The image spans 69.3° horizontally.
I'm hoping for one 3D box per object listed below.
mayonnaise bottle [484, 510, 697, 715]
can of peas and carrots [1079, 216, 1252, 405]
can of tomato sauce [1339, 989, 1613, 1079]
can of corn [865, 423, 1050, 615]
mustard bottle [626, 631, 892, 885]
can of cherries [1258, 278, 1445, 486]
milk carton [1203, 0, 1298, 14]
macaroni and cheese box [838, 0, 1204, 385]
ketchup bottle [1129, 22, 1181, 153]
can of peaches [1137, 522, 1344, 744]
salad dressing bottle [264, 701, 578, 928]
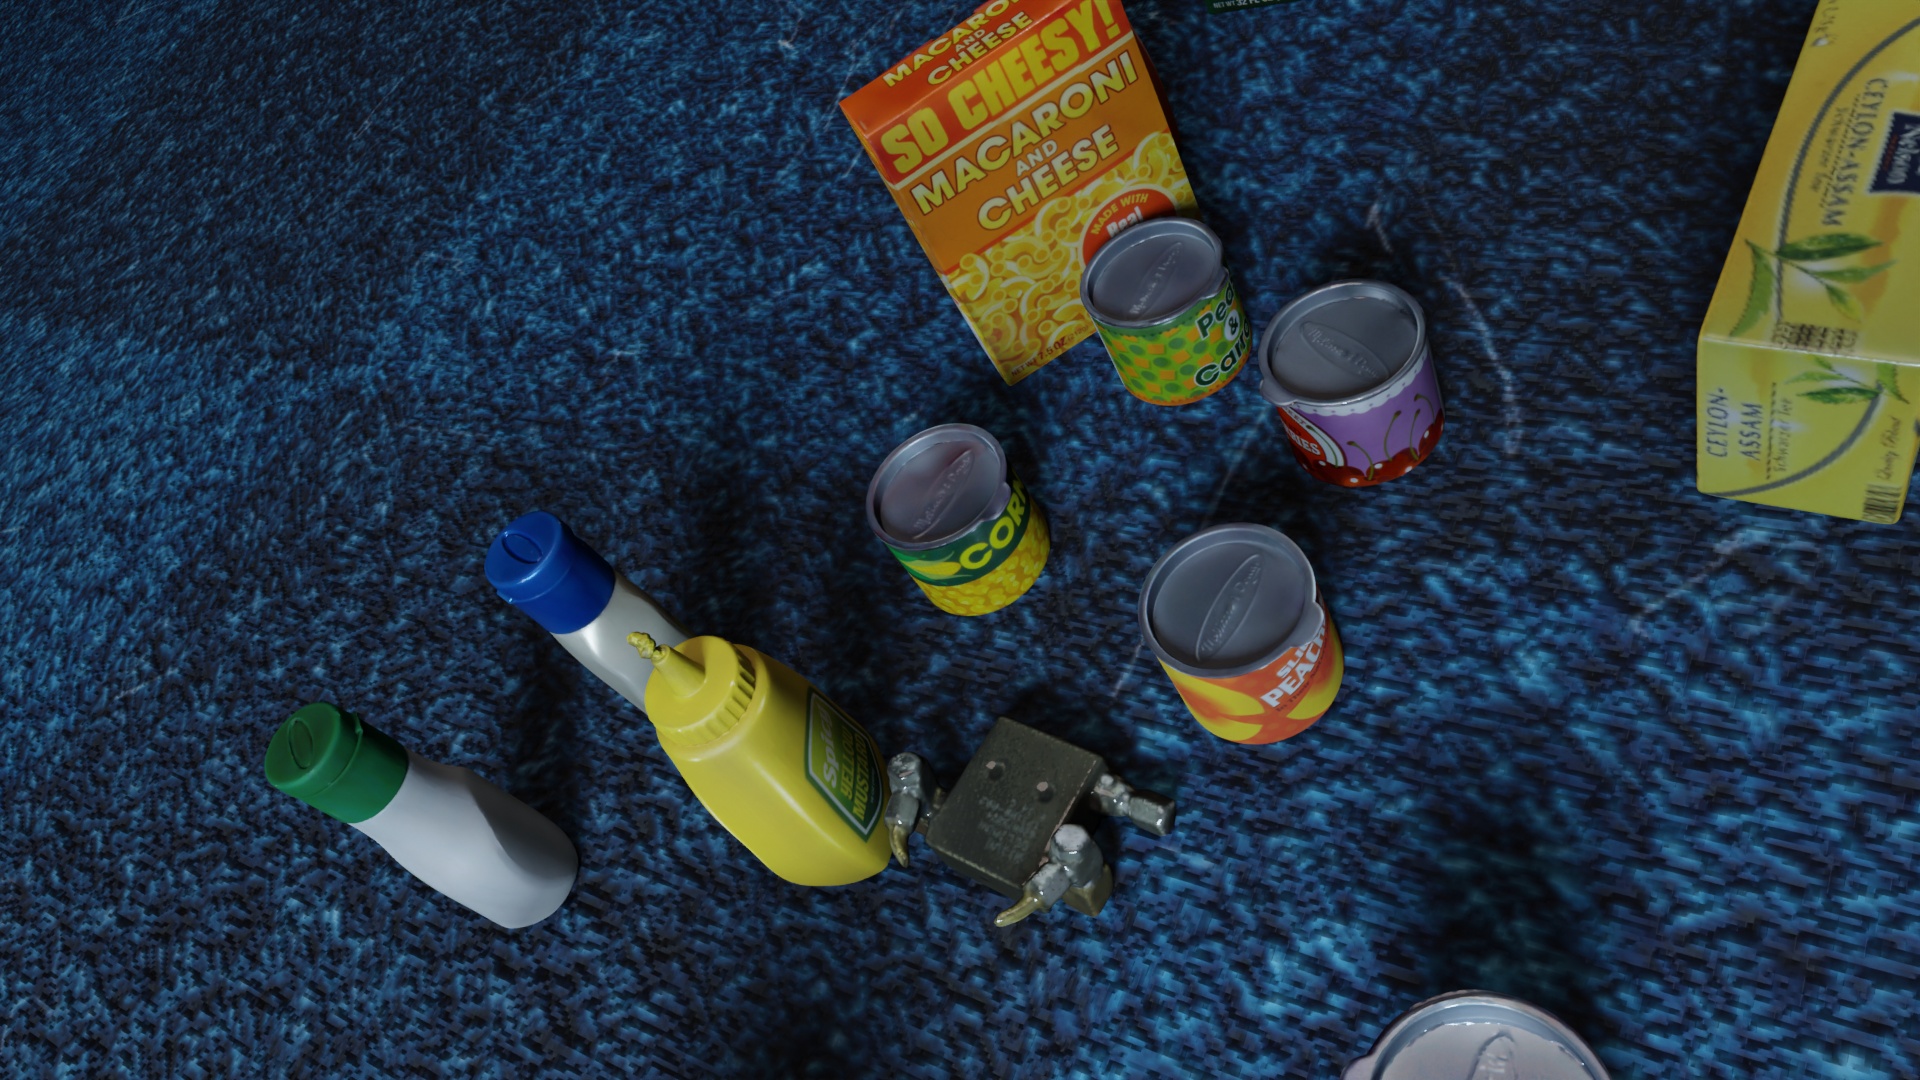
[{"bbox_3d":[-0.140,0.042,0.592,0.065,0.147,0.041,26,72,39],"label":"mayonnaise bottle"},{"bbox_3d":[0.097,-0.104,0.636,0.071,0.058,0.071,-14,51,18],"label":"can of peas and carrots"},{"bbox_3d":[0.149,0.172,0.389,0.071,0.082,0.071,-14,51,18],"label":"can of tomato sauce"},{"bbox_3d":[0.002,-0.008,0.615,0.071,0.058,0.071,-14,51,18],"label":"can of corn"},{"bbox_3d":[-0.076,0.077,0.524,0.049,0.159,0.065,-17,51,16],"label":"mustard bottle"},{"bbox_3d":[0.160,-0.063,0.573,0.071,0.058,0.072,-14,51,18],"label":"can of cherries"},{"bbox_3d":[0.145,-0.380,0.727,0.072,0.190,0.074,3,59,30],"label":"milk carton"},{"bbox_3d":[0.036,-0.165,0.641,0.124,0.166,0.040,-33,48,2],"label":"macaroni and cheese box"},{"bbox_3d":[0.062,-0.242,0.696,0.064,0.148,0.044,2,58,29],"label":"ketchup bottle"},{"bbox_3d":[0.109,0.037,0.526,0.071,0.058,0.071,-14,51,18],"label":"can of peaches"},{"bbox_3d":[-0.221,0.115,0.580,0.044,0.147,0.064,-39,48,-3],"label":"salad dressing bottle"}]
